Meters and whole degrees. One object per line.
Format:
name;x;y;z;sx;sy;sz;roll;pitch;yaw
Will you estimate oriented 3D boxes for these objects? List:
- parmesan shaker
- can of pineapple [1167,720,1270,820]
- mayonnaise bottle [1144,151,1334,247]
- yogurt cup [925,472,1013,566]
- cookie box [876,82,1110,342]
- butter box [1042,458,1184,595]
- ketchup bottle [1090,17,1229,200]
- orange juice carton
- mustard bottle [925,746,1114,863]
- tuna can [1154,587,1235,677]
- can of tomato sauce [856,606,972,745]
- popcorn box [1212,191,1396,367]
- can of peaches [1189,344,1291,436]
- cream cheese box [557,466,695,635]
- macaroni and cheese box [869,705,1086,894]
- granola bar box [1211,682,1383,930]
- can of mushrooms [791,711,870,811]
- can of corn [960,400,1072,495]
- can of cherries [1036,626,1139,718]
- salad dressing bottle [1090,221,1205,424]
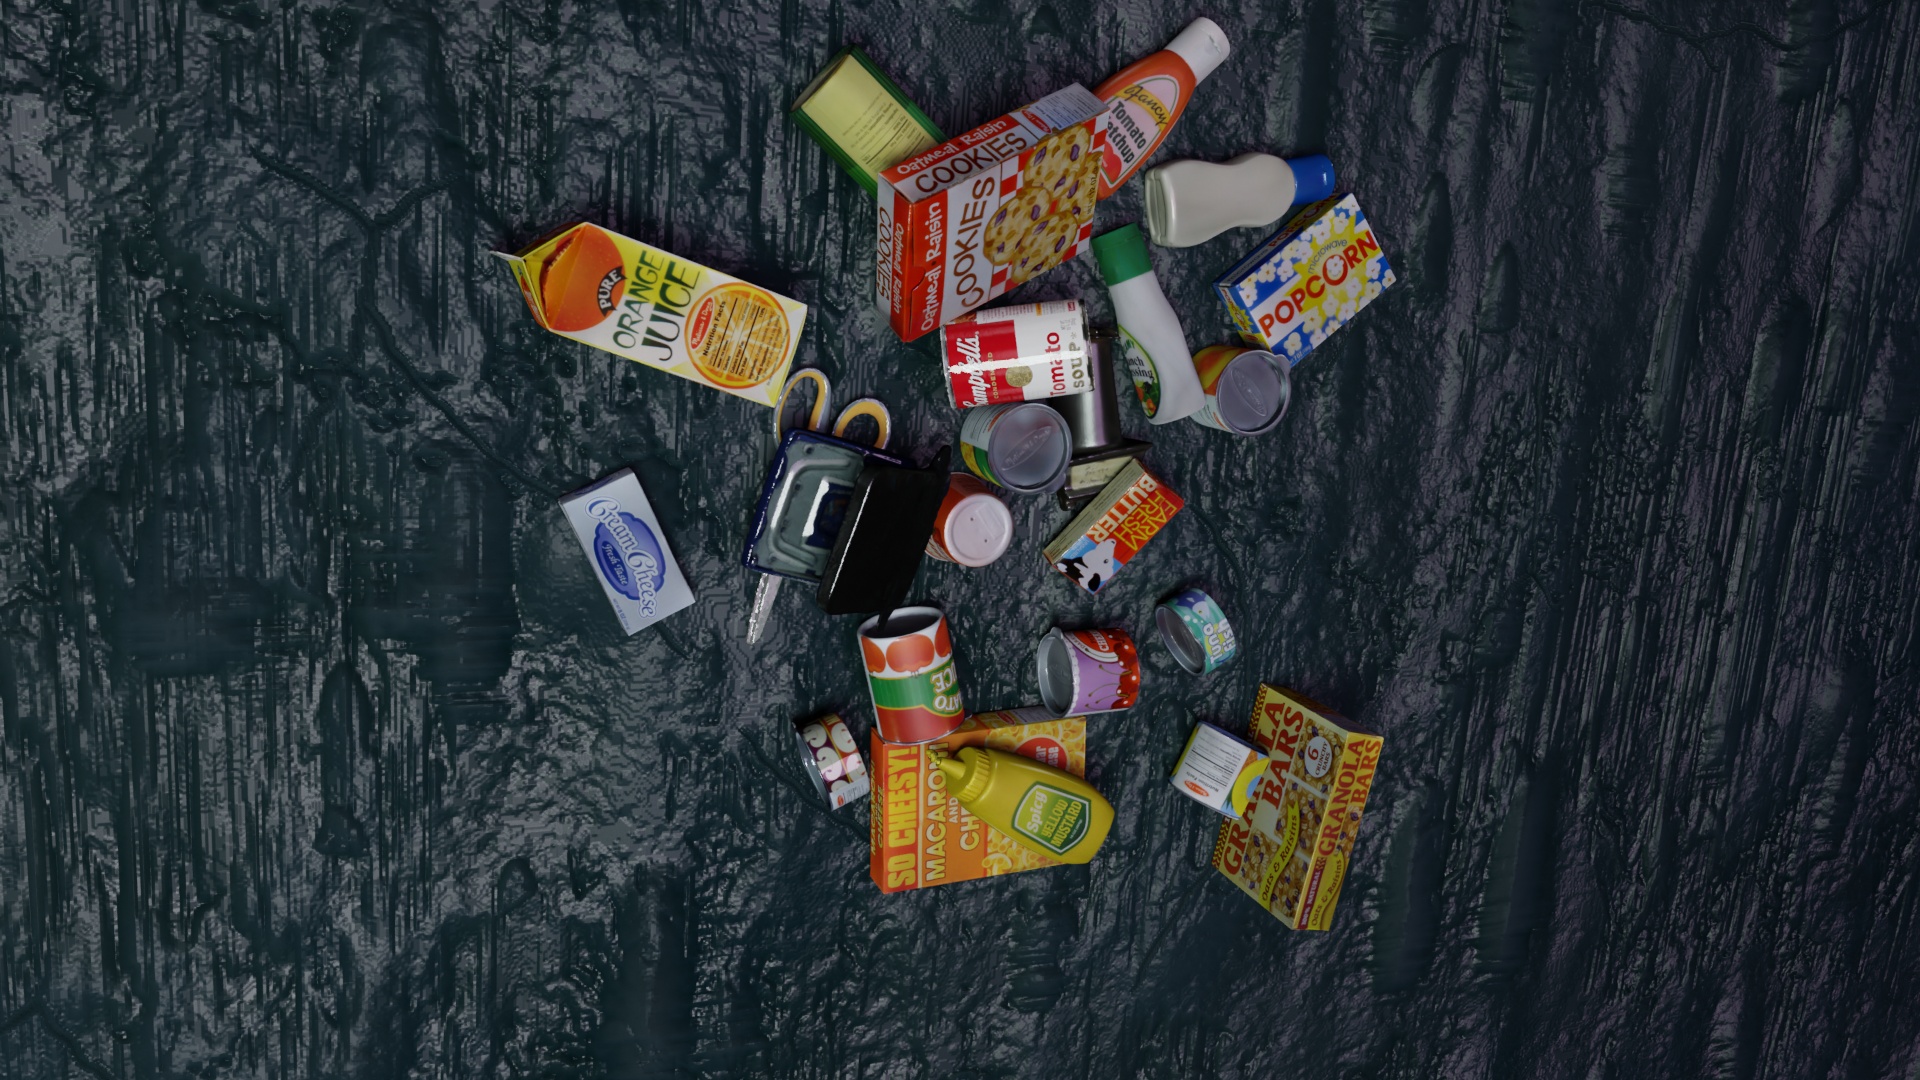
parmesan shaker;-0.054;-0.275;0.930;0.103;0.071;0.071;41;85;-23
can of pineapple;0.213;0.188;1.141;0.071;0.071;0.058;26;91;-25
mayonnaise bottle;0.213;-0.264;1.054;0.148;0.041;0.064;-15;108;-19
yogurt cup;0.004;-0.013;1.018;0.072;0.054;0.072;-5;104;-21
cookie box;0.021;-0.219;0.935;0.168;0.040;0.122;-31;151;-24
butter box;0.117;-0.010;1.062;0.103;0.024;0.053;-46;127;11
ketchup bottle;0.132;-0.317;1.008;0.149;0.043;0.064;-45;114;-8
orange juice carton;-0.205;-0.152;0.894;0.193;0.072;0.073;17;95;-24
mustard bottle;0.039;0.190;1.035;0.160;0.049;0.065;27;89;-26
tuna can;0.187;0.073;1.101;0.033;0.071;0.071;-29;111;-15
can of tomato sauce;-0.034;0.098;1.020;0.071;0.071;0.083;-17;107;-18
popcorn box;0.270;-0.203;1.091;0.127;0.038;0.085;-39;112;-10
can of peaches;0.214;-0.118;1.077;0.071;0.058;0.071;-5;103;-21
cream cheese box;-0.227;0.007;0.947;0.053;0.024;0.103;-28;111;-15
macaroni and cheese box;0.013;0.198;1.077;0.167;0.040;0.123;-4;103;-21
granola bar box;0.273;0.216;1.138;0.039;0.124;0.165;11;98;-24
can of mushrooms;-0.095;0.158;1.012;0.033;0.071;0.071;-24;110;-15
can of corn;0.041;-0.069;1.018;0.071;0.058;0.071;-5;104;-21
can of cherries;0.099;0.099;1.074;0.058;0.071;0.071;-3;103;-21
salad dressing bottle;0.139;-0.162;1.038;0.044;0.064;0.147;-23;101;-9
